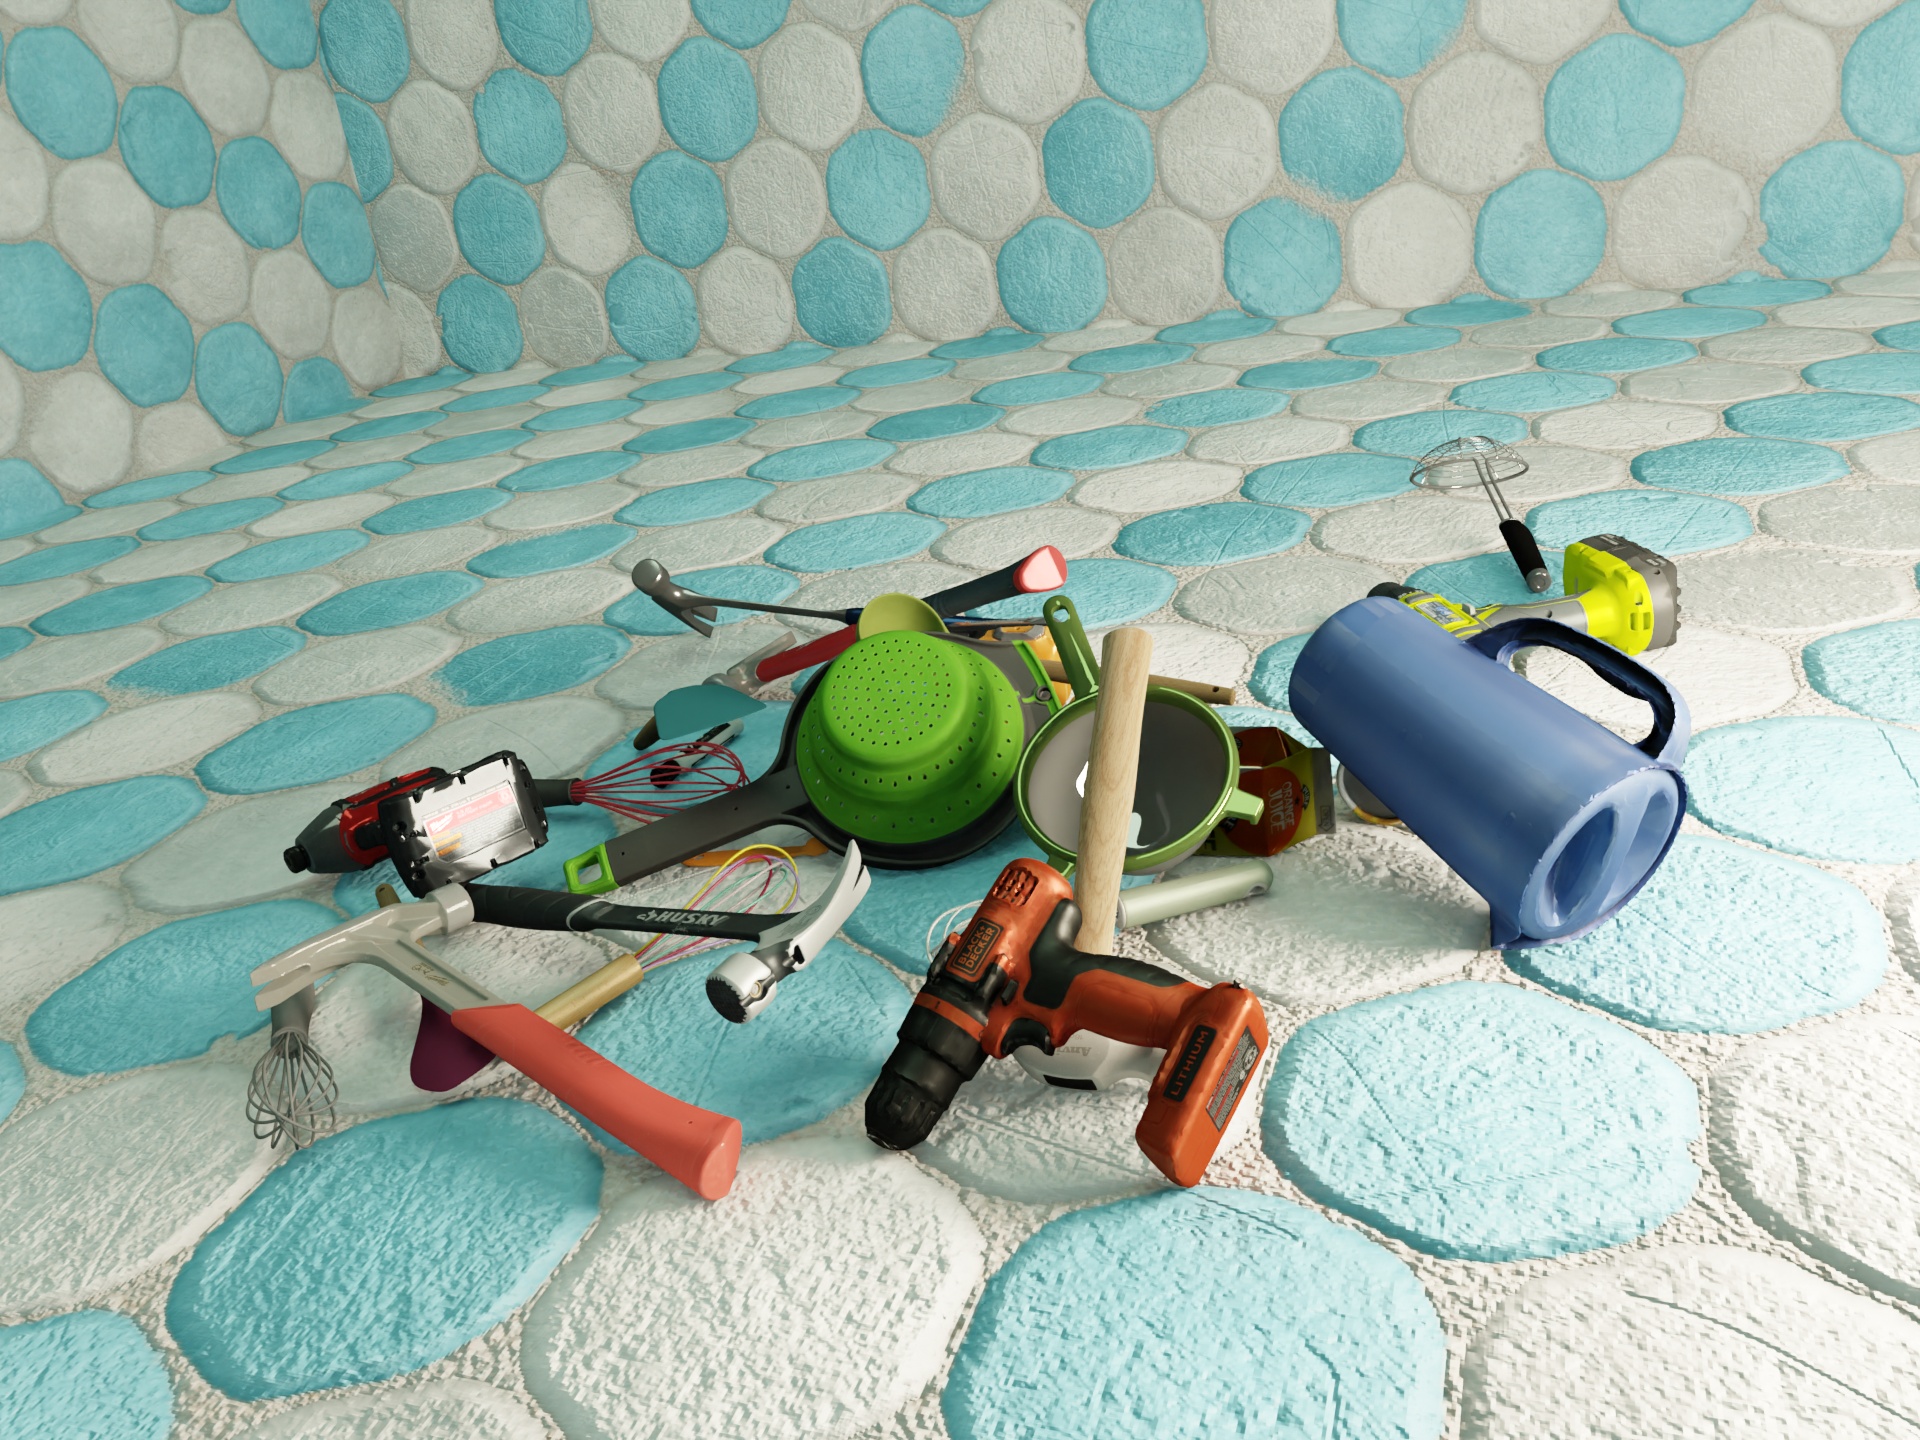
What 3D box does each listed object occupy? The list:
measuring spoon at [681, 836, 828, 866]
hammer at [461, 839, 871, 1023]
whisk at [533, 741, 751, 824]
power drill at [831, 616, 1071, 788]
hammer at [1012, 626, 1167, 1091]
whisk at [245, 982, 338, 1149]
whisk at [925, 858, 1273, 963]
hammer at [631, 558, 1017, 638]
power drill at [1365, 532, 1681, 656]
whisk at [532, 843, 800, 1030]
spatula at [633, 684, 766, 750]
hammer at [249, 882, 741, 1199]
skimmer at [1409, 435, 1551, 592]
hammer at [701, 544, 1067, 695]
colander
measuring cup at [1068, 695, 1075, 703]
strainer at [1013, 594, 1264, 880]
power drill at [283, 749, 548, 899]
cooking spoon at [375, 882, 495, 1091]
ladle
[{"bbox_3d":[-0.158,0.100,1.219,0.117,0.011,0.021,-6,23,6],"label":"measuring spoon"},{"bbox_3d":[-0.233,0.127,1.065,0.409,0.036,0.149,-2,28,41],"label":"hammer"},{"bbox_3d":[-0.300,0.057,1.310,0.296,0.073,0.073,-4,23,23],"label":"whisk"},{"bbox_3d":[-0.002,-0.004,1.331,0.185,0.084,0.226,-3,28,15],"label":"power drill"},{"bbox_3d":[0.087,0.074,0.993,0.130,0.031,0.332,-3,51,18],"label":"hammer"},{"bbox_3d":[-0.428,0.207,1.024,0.055,0.055,0.239,-16,20,-17],"label":"whisk"},{"bbox_3d":[0.094,0.126,1.038,0.246,0.057,0.059,-11,57,-18],"label":"whisk"},{"bbox_3d":[-0.119,-0.104,1.592,0.405,0.035,0.144,7,-15,17],"label":"hammer"},{"bbox_3d":[0.479,-0.095,1.381,0.228,0.080,0.191,-13,24,-5],"label":"power drill"},{"bbox_3d":[-0.206,0.152,1.077,0.051,0.047,0.245,16,36,42],"label":"whisk"},{"bbox_3d":[-0.236,0.007,1.299,0.082,0.044,0.317,-19,-2,-22],"label":"spatula"},{"bbox_3d":[-0.269,0.194,0.949,0.359,0.036,0.149,21,32,36],"label":"hammer"},{"bbox_3d":[0.561,-0.206,1.669,0.127,0.090,0.364,-2,34,5],"label":"skimmer"},{"bbox_3d":[-0.061,-0.090,1.433,0.386,0.038,0.143,-17,13,36],"label":"hammer"},{"bbox_3d":[-0.118,0.031,1.176,0.397,0.094,0.205,-22,60,-2],"label":"colander"},{"bbox_3d":[0.146,-0.017,1.336,0.095,0.052,0.174,3,28,25],"label":"measuring cup"},{"bbox_3d":[0.104,0.016,1.103,0.151,0.069,0.257,-21,46,3],"label":"strainer"},{"bbox_3d":[-0.426,0.082,1.231,0.143,0.078,0.220,-26,14,-39],"label":"power drill"},{"bbox_3d":[-0.373,0.174,1.102,0.069,0.017,0.319,-35,29,-16],"label":"cooking spoon"},{"bbox_3d":[0.061,-0.048,1.256,0.320,0.062,0.078,10,55,27],"label":"ladle"}]
